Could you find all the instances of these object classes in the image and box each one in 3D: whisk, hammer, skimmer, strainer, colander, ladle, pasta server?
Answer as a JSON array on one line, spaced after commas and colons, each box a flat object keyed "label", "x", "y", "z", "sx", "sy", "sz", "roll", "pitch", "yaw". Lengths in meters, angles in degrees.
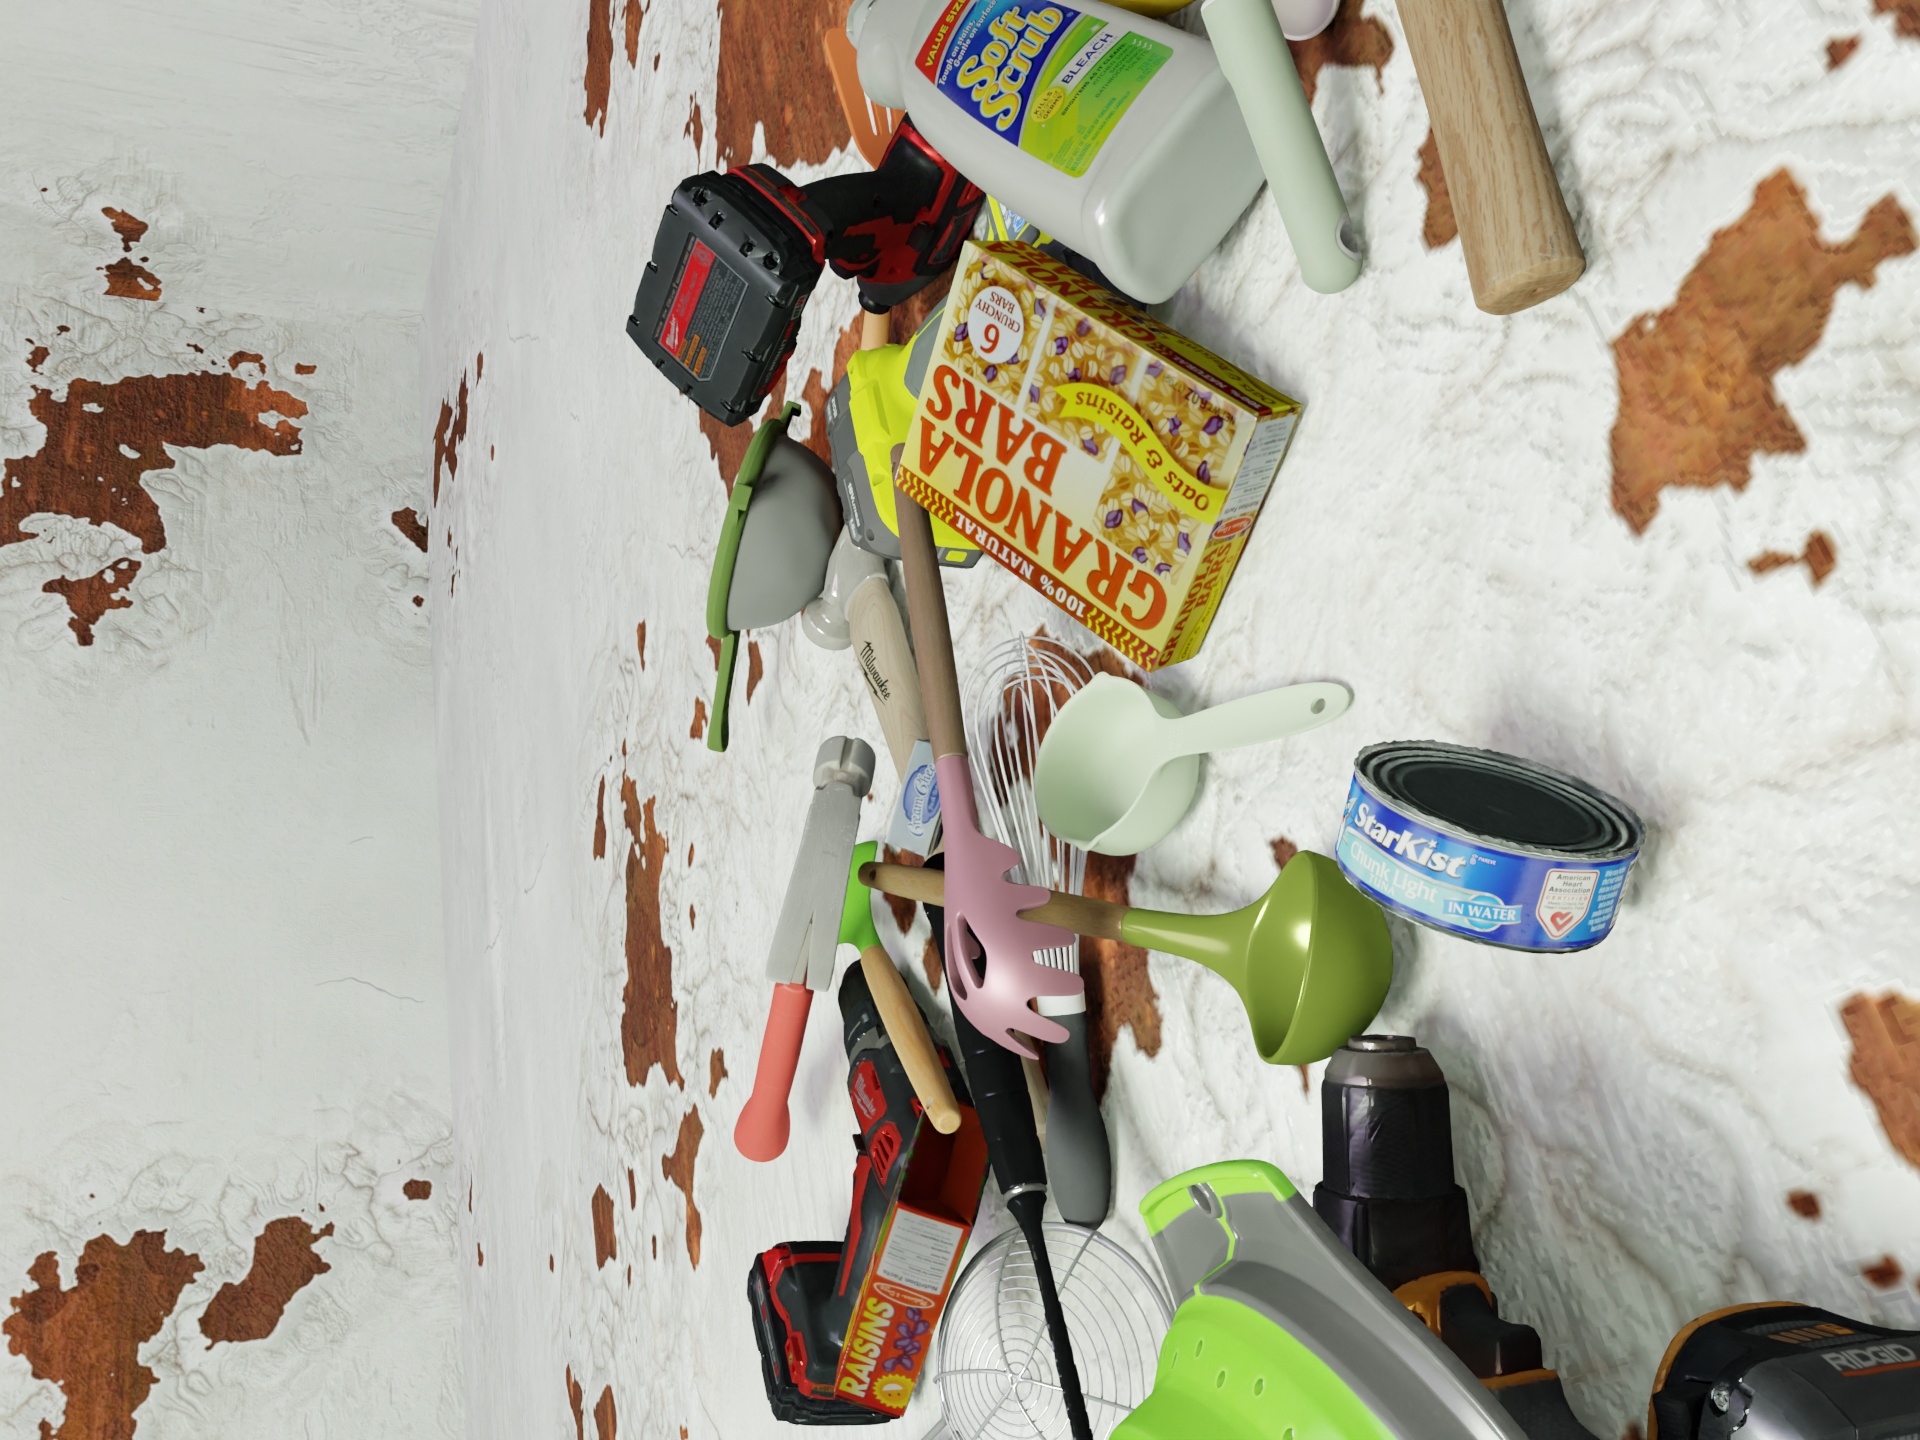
[{"label": "whisk", "x": 0.096, "y": -0.275, "z": 0.586, "sx": 0.059, "sy": 0.058, "sz": 0.246, "roll": -16, "pitch": 102, "yaw": 41}, {"label": "hammer", "x": -0.012, "y": 0.042, "z": 0.891, "sx": 0.146, "sy": 0.038, "sz": 0.411, "roll": -59, "pitch": 39, "yaw": 43}, {"label": "skimmer", "x": 0.013, "y": 0.366, "z": 0.822, "sx": 0.127, "sy": 0.090, "sz": 0.363, "roll": 64, "pitch": 154, "yaw": 27}, {"label": "strainer", "x": -0.126, "y": -0.077, "z": 1.082, "sx": 0.152, "sy": 0.069, "sz": 0.256, "roll": -76, "pitch": 0, "yaw": -56}, {"label": "hammer", "x": -0.099, "y": 0.173, "z": 0.909, "sx": 0.358, "sy": 0.036, "sz": 0.149, "roll": 107, "pitch": 174, "yaw": -49}, {"label": "colander", "x": 0.125, "y": 0.310, "z": 0.388, "sx": 0.397, "sy": 0.094, "sz": 0.204, "roll": 61, "pitch": 159, "yaw": 15}, {"label": "hammer", "x": 0.154, "y": -0.295, "z": 0.542, "sx": 0.130, "sy": 0.031, "sz": 0.331, "roll": -22, "pitch": 73, "yaw": 41}, {"label": "ladle", "x": 0.045, "y": 0.081, "z": 0.671, "sx": 0.320, "sy": 0.062, "sz": 0.078, "roll": 4, "pitch": 80, "yaw": 51}, {"label": "whisk", "x": 0.044, "y": 0.098, "z": 0.752, "sx": 0.070, "sy": 0.070, "sz": 0.285, "roll": -17, "pitch": 78, "yaw": 63}, {"label": "hammer", "x": 0.029, "y": 0.209, "z": 0.659, "sx": 0.409, "sy": 0.036, "sz": 0.149, "roll": -106, "pitch": 5, "yaw": -47}, {"label": "pasta server", "x": -0.001, "y": -0.002, "z": 0.715, "sx": 0.060, "sy": 0.040, "sz": 0.317, "roll": -45, "pitch": 43, "yaw": 43}]

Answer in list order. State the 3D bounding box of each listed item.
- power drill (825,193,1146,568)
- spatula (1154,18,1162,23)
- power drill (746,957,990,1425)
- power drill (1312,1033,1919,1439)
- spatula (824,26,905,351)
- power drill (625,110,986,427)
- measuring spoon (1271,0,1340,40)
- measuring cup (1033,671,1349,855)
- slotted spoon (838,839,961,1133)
[{"label": "power drill", "x": 0.014, "y": -0.183, "z": 0.810, "sx": 0.223, "sy": 0.080, "sz": 0.171, "roll": -49, "pitch": 45, "yaw": 48}, {"label": "spatula", "x": 0.071, "y": -0.401, "z": 0.741, "sx": 0.082, "sy": 0.044, "sz": 0.317, "roll": -11, "pitch": 79, "yaw": 44}, {"label": "power drill", "x": -0.057, "y": 0.267, "z": 0.921, "sx": 0.188, "sy": 0.080, "sz": 0.226, "roll": -121, "pitch": 44, "yaw": -59}, {"label": "power drill", "x": 0.173, "y": 0.190, "z": 0.454, "sx": 0.226, "sy": 0.084, "sz": 0.185, "roll": 163, "pitch": 107, "yaw": -68}, {"label": "spatula", "x": -0.056, "y": -0.255, "z": 0.991, "sx": 0.041, "sy": 0.081, "sz": 0.322, "roll": 30, "pitch": 121, "yaw": 43}, {"label": "power drill", "x": -0.069, "y": -0.250, "z": 0.854, "sx": 0.078, "sy": 0.220, "sz": 0.143, "roll": 43, "pitch": 138, "yaw": 6}, {"label": "measuring spoon", "x": 0.113, "y": -0.325, "z": 0.616, "sx": 0.034, "sy": 0.018, "sz": 0.124, "roll": -16, "pitch": 108, "yaw": 50}, {"label": "measuring cup", "x": 0.101, "y": 0.013, "z": 0.668, "sx": 0.167, "sy": 0.038, "sz": 0.083, "roll": -17, "pitch": 59, "yaw": 45}, {"label": "slotted spoon", "x": -0.042, "y": 0.139, "z": 0.876, "sx": 0.070, "sy": 0.031, "sz": 0.314, "roll": -64, "pitch": 20, "yaw": 10}]
